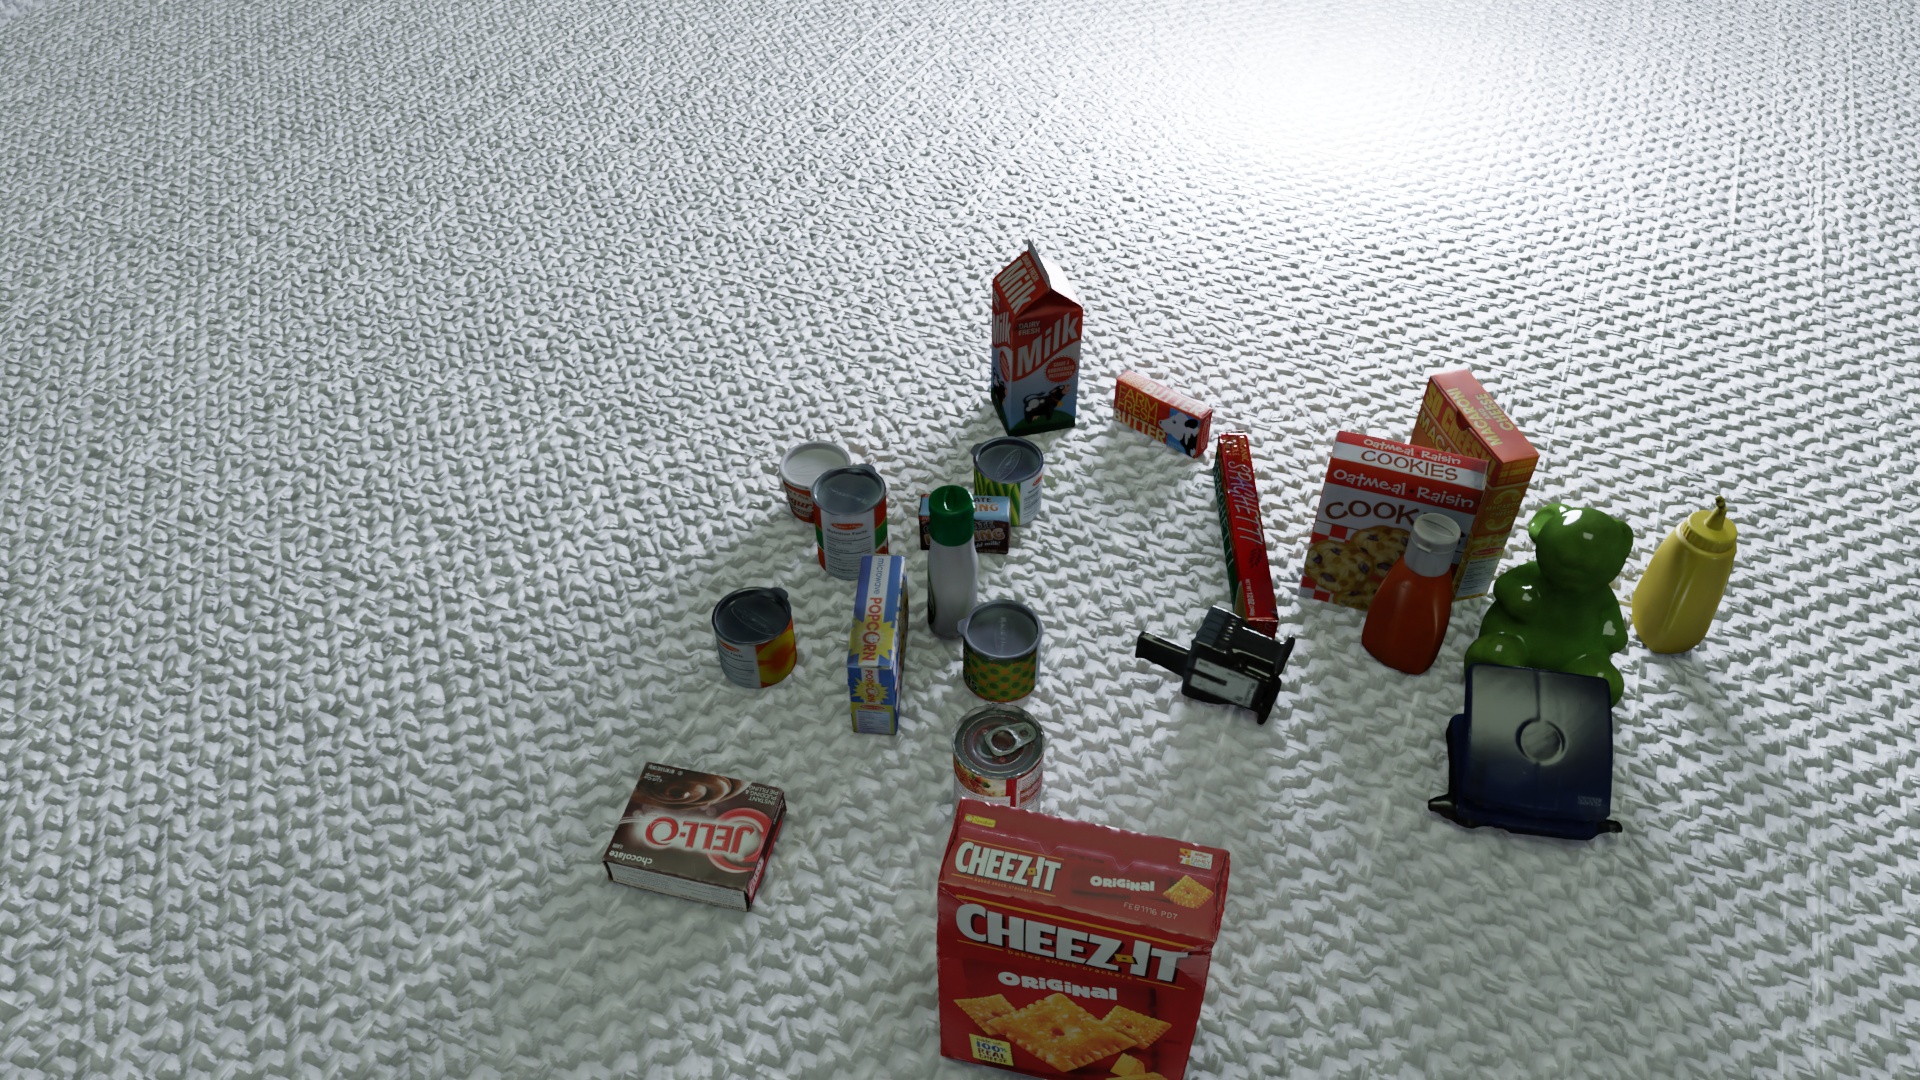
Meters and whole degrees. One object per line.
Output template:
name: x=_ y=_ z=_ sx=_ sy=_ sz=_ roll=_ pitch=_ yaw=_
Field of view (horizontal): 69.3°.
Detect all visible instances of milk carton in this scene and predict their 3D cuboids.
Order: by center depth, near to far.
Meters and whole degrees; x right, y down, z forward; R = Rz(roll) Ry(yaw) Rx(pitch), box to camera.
milk carton: x=0.074 y=-0.198 z=1.361 sx=0.073 sy=0.189 sz=0.072 roll=-11 pitch=45 yaw=-11

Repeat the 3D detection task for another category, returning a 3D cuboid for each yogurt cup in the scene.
yogurt cup: x=-0.135 y=-0.053 z=1.309 sx=0.072 sy=0.053 sz=0.073 roll=0 pitch=44 yaw=0

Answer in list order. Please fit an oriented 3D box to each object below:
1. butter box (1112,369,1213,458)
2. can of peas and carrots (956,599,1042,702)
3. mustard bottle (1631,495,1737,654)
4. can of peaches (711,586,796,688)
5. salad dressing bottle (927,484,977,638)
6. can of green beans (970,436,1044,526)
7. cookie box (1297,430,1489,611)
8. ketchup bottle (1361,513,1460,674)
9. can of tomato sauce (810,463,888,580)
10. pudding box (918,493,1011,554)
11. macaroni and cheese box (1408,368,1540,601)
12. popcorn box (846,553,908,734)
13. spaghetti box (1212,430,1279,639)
butter box: x=0.200 y=-0.127 z=1.385 sx=0.103 sy=0.052 sz=0.024 roll=30 pitch=52 yaw=27
can of peas and carrots: x=0.032 y=0.092 z=1.155 sx=0.071 sy=0.058 sz=0.071 roll=0 pitch=44 yaw=0
mustard bottle: x=0.608 y=0.024 z=1.154 sx=0.049 sy=0.159 sz=0.065 roll=-3 pitch=44 yaw=-3
can of peaches: x=-0.171 y=0.081 z=1.168 sx=0.071 sy=0.057 sz=0.071 roll=0 pitch=44 yaw=0
salad dressing bottle: x=-0.007 y=0.018 z=1.168 sx=0.044 sy=0.146 sz=0.064 roll=1 pitch=44 yaw=1
can of green beans: x=0.045 y=-0.055 z=1.308 sx=0.071 sy=0.057 sz=0.071 roll=0 pitch=44 yaw=0
cookie box: x=0.364 y=-0.009 z=1.183 sx=0.123 sy=0.166 sz=0.040 roll=14 pitch=46 yaw=14
ketchup bottle: x=0.375 y=0.043 z=1.142 sx=0.065 sy=0.148 sz=0.044 roll=30 pitch=52 yaw=28
can of tomato sauce: x=-0.098 y=-0.017 z=1.251 sx=0.071 sy=0.082 sz=0.071 roll=0 pitch=44 yaw=0
pudding box: x=0.005 y=-0.016 z=1.274 sx=0.084 sy=0.049 sz=0.030 roll=3 pitch=44 yaw=3
macaroni and cheese box: x=0.438 y=-0.048 z=1.223 sx=0.040 sy=0.165 sz=0.124 roll=-10 pitch=45 yaw=-10
popcorn box: x=-0.067 y=0.084 z=1.145 sx=0.038 sy=0.084 sz=0.127 roll=2 pitch=44 yaw=2
spaghetti box: x=0.257 y=-0.003 z=1.260 sx=0.029 sy=0.049 sz=0.251 roll=1 pitch=44 yaw=1
